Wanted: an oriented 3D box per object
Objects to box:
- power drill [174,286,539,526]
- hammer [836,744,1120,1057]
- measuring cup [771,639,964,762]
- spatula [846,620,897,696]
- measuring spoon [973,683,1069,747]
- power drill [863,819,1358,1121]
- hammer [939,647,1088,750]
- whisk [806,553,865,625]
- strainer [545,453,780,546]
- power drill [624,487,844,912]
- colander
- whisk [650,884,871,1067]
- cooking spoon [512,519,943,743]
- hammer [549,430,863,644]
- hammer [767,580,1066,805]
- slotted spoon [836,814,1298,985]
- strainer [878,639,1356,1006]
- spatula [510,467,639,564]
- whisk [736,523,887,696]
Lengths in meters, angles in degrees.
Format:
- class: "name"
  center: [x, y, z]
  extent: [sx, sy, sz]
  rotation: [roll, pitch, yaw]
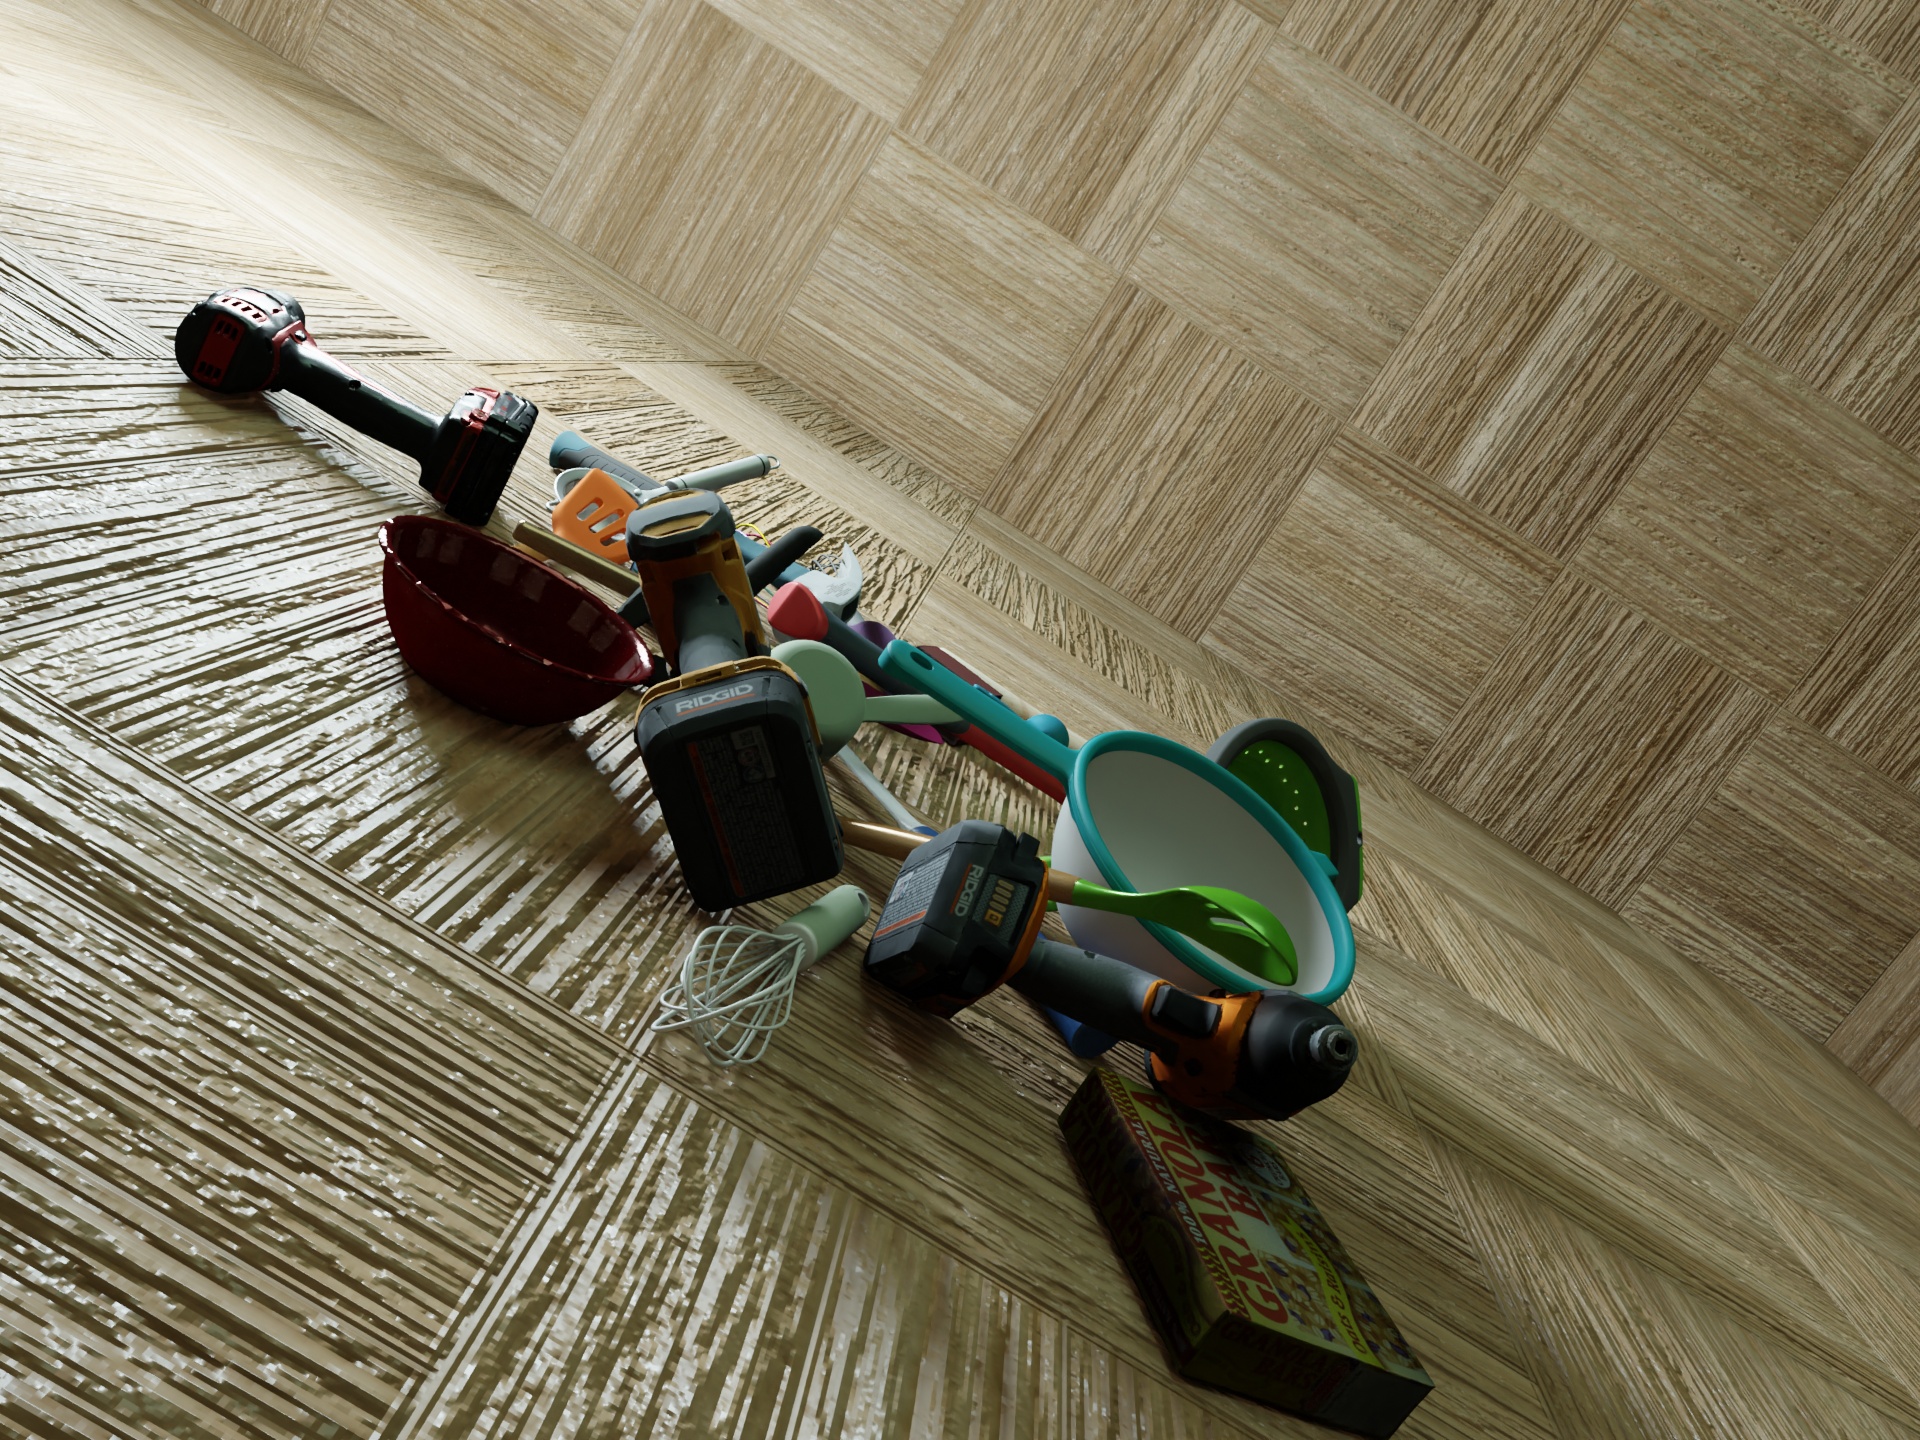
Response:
- class: "power drill"
  center: [-0.419, -0.234, 1.118]
  extent: [0.226, 0.080, 0.188]
  rotation: [25, 14, -19]
- class: "hammer"
  center: [-0.027, 0.069, 1.019]
  extent: [0.144, 0.035, 0.406]
  rotation: [19, 19, -47]
- class: "measuring cup"
  center: [-0.056, -0.014, 1.009]
  extent: [0.167, 0.038, 0.083]
  rotation: [0, 66, -31]
- class: "spatula"
  center: [-0.113, -0.089, 1.368]
  extent: [0.018, 0.059, 0.316]
  rotation: [-6, 26, -28]
- class: "measuring spoon"
  center: [0.052, -0.008, 1.296]
  extent: [0.128, 0.021, 0.042]
  rotation: [34, 7, -48]
- class: "power drill"
  center: [0.079, 0.133, 0.788]
  extent: [0.226, 0.084, 0.164]
  rotation: [27, -20, -10]
- class: "hammer"
  center: [0.148, 0.050, 1.515]
  extent: [0.410, 0.038, 0.146]
  rotation: [32, 11, -2]
- class: "whisk"
  center: [-0.096, -0.087, 1.405]
  extent: [0.055, 0.055, 0.239]
  rotation: [25, 17, -32]
- class: "strainer"
  center: [-0.235, -0.182, 1.282]
  extent: [0.087, 0.050, 0.258]
  rotation: [46, 41, 15]
- class: "power drill"
  center: [-0.120, 0.004, 0.839]
  extent: [0.226, 0.084, 0.185]
  rotation: [-114, -170, -54]
- class: "colander"
  center: [0.155, 0.104, 1.195]
  extent: [0.397, 0.204, 0.094]
  rotation: [-2, 0, -43]
- class: "whisk"
  center: [-0.081, 0.108, 0.737]
  extent: [0.246, 0.059, 0.058]
  rotation: [-19, 90, -79]
- class: "cooking spoon"
  center: [-0.149, -0.055, 1.064]
  extent: [0.318, 0.017, 0.069]
  rotation: [27, 11, -18]
- class: "hammer"
  center: [-0.220, -0.163, 1.323]
  extent: [0.331, 0.033, 0.128]
  rotation: [30, 36, 22]
- class: "hammer"
  center: [-0.002, -0.004, 1.233]
  extent: [0.385, 0.038, 0.143]
  rotation: [34, 9, -36]
- class: "slotted spoon"
  center: [0.042, 0.087, 0.871]
  extent: [0.314, 0.031, 0.070]
  rotation: [11, -31, 34]
- class: "strainer"
  center: [0.078, 0.077, 0.963]
  extent: [0.340, 0.095, 0.211]
  rotation: [34, 30, -6]
- class: "spatula"
  center: [-0.286, -0.119, 1.075]
  extent: [0.081, 0.041, 0.323]
  rotation: [49, 14, -5]
- class: "whisk"
  center: [-0.134, -0.089, 1.328]
  extent: [0.245, 0.047, 0.051]
  rotation: [46, 3, 34]
